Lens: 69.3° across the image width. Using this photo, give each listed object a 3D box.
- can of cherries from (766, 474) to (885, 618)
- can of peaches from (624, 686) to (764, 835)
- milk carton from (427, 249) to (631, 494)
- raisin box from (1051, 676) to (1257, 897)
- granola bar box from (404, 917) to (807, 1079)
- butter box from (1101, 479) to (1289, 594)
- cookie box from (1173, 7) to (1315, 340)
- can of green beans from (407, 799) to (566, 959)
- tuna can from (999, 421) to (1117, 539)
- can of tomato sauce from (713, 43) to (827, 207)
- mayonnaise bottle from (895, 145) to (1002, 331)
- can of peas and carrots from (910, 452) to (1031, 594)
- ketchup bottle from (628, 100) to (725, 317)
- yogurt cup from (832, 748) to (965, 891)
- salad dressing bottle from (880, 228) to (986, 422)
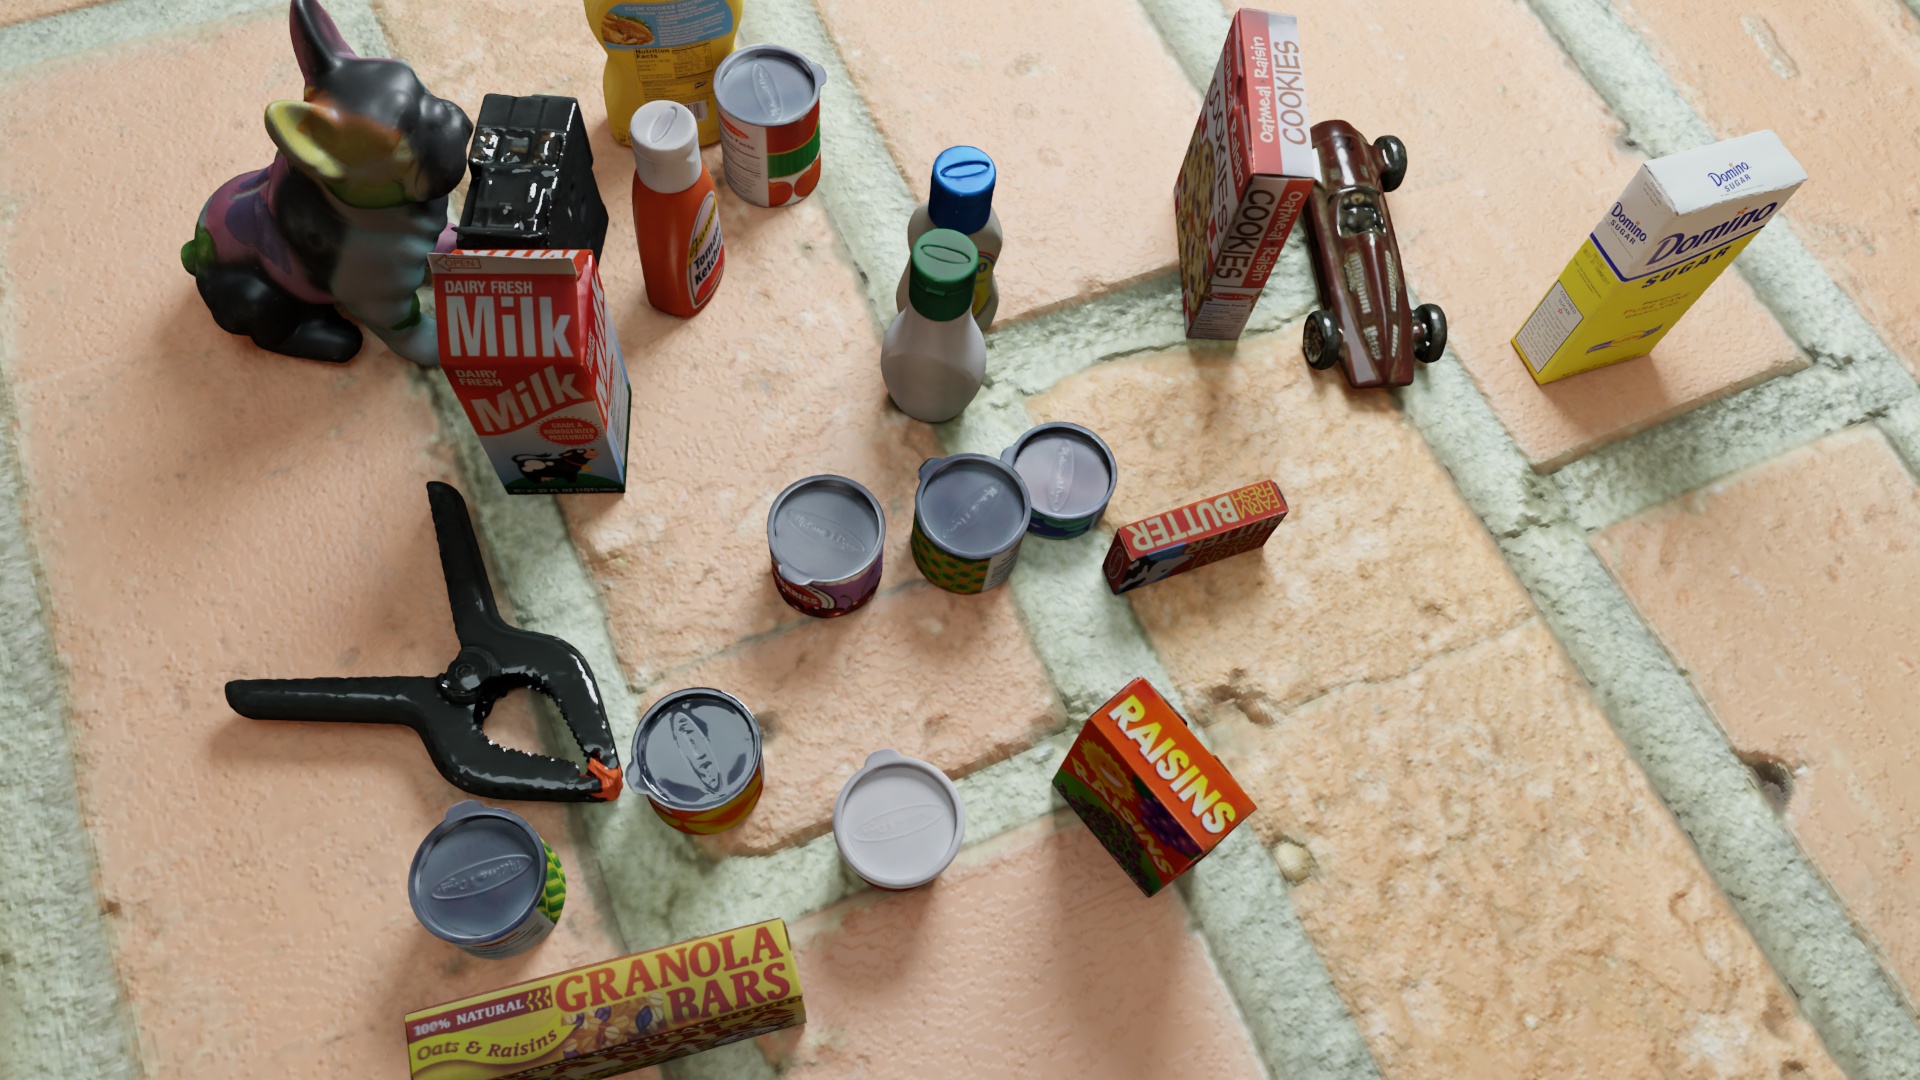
[{"bbox_3d":[-0.078,0.006,0.793,0.071,0.058,0.072,2,65,-4],"label":"can of cherries"},{"bbox_3d":[-0.140,0.119,0.736,0.071,0.057,0.071,2,65,-4],"label":"can of peaches"},{"bbox_3d":[-0.229,-0.098,0.755,0.072,0.189,0.074,0,66,-5],"label":"milk carton"},{"bbox_3d":[0.096,0.130,0.717,0.040,0.123,0.086,-35,73,-18],"label":"raisin box"},{"bbox_3d":[-0.157,0.223,0.650,0.166,0.123,0.039,-12,67,-11],"label":"granola bar box"},{"bbox_3d":[0.138,-0.002,0.820,0.104,0.053,0.024,-17,68,-13],"label":"butter box"},{"bbox_3d":[0.171,-0.221,0.861,0.040,0.166,0.123,2,65,-4],"label":"cookie box"},{"bbox_3d":[-0.237,0.174,0.701,0.071,0.057,0.071,2,65,-4],"label":"can of green beans"},{"bbox_3d":[0.057,-0.036,0.839,0.071,0.032,0.071,2,65,-4],"label":"tuna can"},{"bbox_3d":[-0.122,-0.269,0.902,0.071,0.082,0.071,2,65,-4],"label":"can of tomato sauce"},{"bbox_3d":[-0.004,-0.175,0.834,0.065,0.147,0.041,-14,68,-11],"label":"mayonnaise bottle"},{"bbox_3d":[0.003,-0.010,0.808,0.071,0.058,0.071,2,65,-4],"label":"can of peas and carrots"},{"bbox_3d":[-0.171,-0.198,0.829,0.043,0.148,0.065,19,65,4],"label":"ketchup bottle"},{"bbox_3d":[-0.033,0.153,0.732,0.072,0.053,0.072,2,65,-4],"label":"yogurt cup"},{"bbox_3d":[-0.014,-0.123,0.810,0.064,0.147,0.044,16,65,2],"label":"salad dressing bottle"}]
